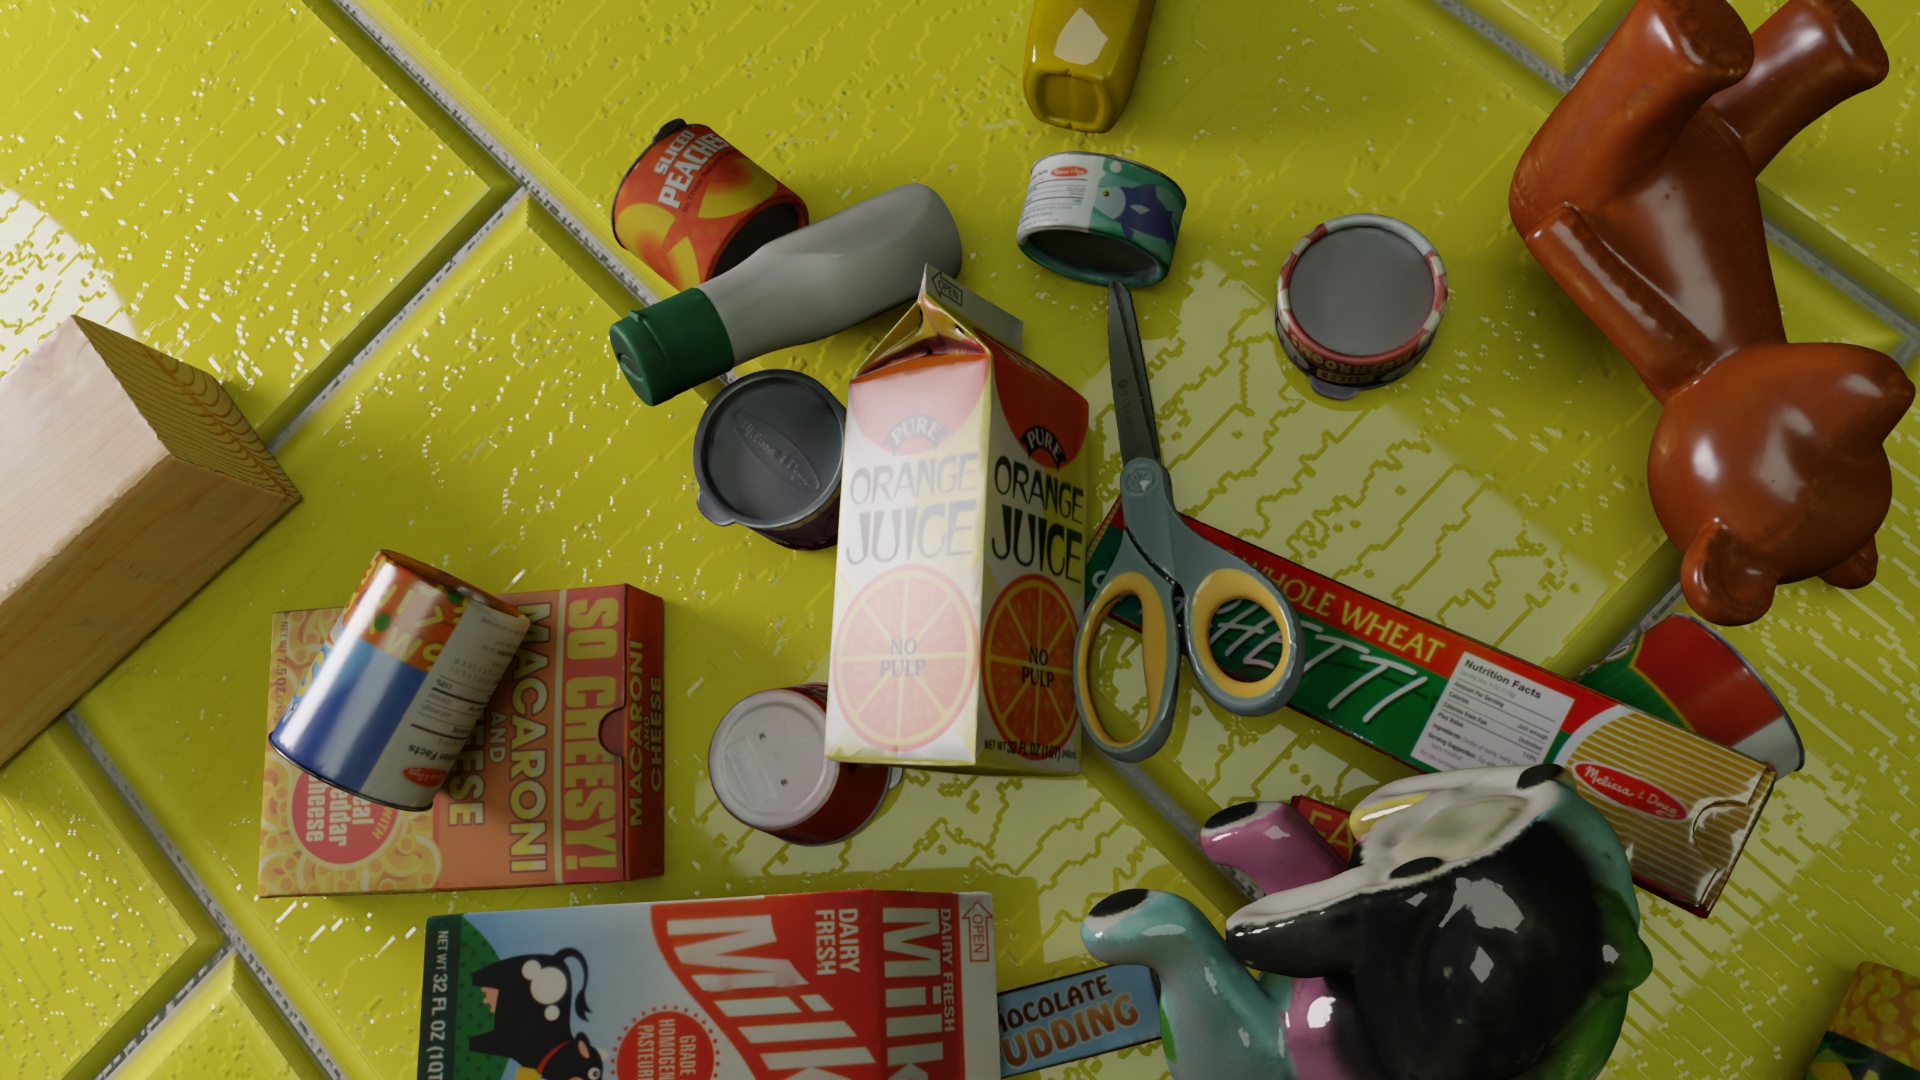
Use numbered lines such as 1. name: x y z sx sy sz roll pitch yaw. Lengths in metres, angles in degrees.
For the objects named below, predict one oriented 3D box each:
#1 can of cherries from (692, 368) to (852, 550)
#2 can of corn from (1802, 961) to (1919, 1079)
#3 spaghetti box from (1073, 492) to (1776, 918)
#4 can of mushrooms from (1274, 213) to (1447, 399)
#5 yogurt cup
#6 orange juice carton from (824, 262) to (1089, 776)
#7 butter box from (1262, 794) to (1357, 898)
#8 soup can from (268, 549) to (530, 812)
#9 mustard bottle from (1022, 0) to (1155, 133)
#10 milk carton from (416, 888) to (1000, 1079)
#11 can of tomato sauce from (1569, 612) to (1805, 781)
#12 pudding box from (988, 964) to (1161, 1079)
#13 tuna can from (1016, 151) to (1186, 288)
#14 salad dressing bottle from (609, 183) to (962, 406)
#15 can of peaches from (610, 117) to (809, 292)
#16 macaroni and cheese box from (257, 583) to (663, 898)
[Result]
1. can of cherries: -0.073 -0.031 0.584 0.071 0.058 0.071 -2 79 10
2. can of corn: 0.319 0.181 0.455 0.071 0.071 0.058 29 85 15
3. spaghetti box: 0.148 0.048 0.495 0.250 0.028 0.050 27 85 36
4. can of mushrooms: 0.161 -0.095 0.563 0.071 0.033 0.071 -2 78 10
5. yogurt cup: -0.067 0.089 0.560 0.072 0.054 0.072 -2 78 12
6. orange juice carton: 0.002 -0.007 0.544 0.073 0.072 0.193 -6 75 36
7. butter box: 0.168 0.136 0.519 0.103 0.024 0.053 17 83 14
8. soup can: -0.222 0.053 0.548 0.071 0.071 0.084 26 83 15
9. mustard bottle: 0.066 -0.259 0.603 0.049 0.065 0.160 12 75 8
10. milk carton: -0.082 0.164 0.488 0.191 0.073 0.072 -2 72 -3
11. can of tomato sauce: 0.239 0.074 0.497 0.083 0.071 0.071 -33 75 4
12. pudding box: 0.039 0.180 0.522 0.083 0.049 0.030 -17 71 8
13. tuna can: 0.060 -0.131 0.576 0.071 0.071 0.033 12 83 13
14. salad dressing bottle: -0.071 -0.102 0.575 0.148 0.043 0.064 -28 32 -21
15. can of peaches: -0.108 -0.140 0.607 0.058 0.071 0.071 40 89 15
16. macaroni and cheese box: -0.213 0.087 0.596 0.166 0.040 0.124 -5 78 10
